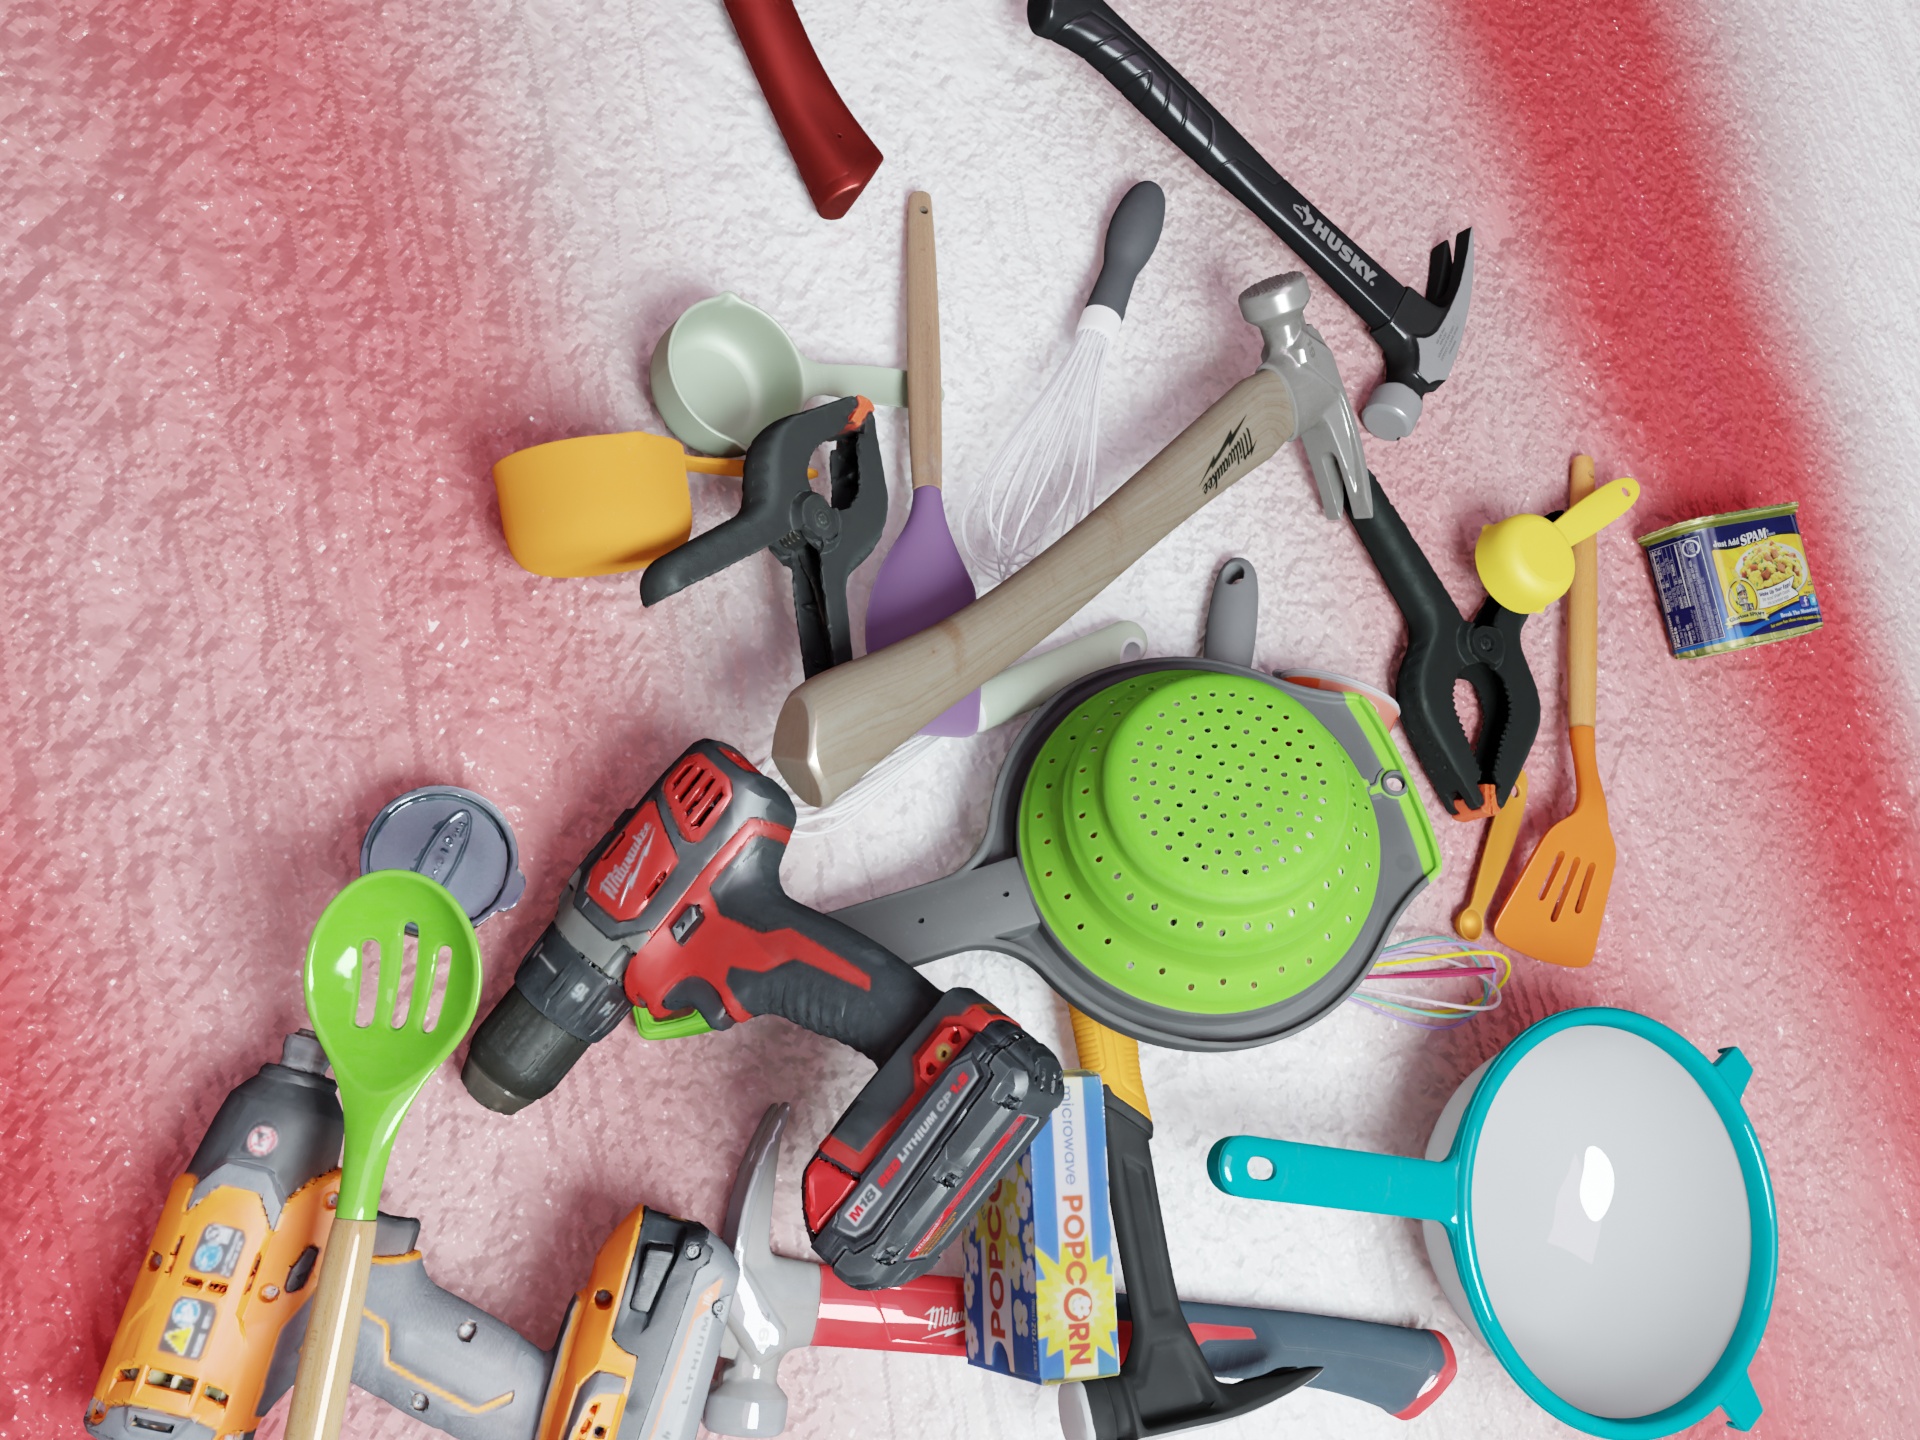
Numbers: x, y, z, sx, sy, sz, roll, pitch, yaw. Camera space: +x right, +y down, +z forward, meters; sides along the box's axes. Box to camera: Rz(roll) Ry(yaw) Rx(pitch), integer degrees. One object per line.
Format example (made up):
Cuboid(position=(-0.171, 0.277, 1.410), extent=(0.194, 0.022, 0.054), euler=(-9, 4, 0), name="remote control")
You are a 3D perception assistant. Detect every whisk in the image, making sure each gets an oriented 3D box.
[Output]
Cuboid(position=(0.066, -0.189, 0.871), extent=(0.070, 0.070, 0.285), euler=(27, 65, -14), name="whisk")
Cuboid(position=(0.202, 0.132, 0.834), extent=(0.244, 0.047, 0.051), euler=(8, 67, -32), name="whisk")
Cuboid(position=(0.135, 0.018, 0.856), extent=(0.055, 0.055, 0.239), euler=(18, 68, -17), name="whisk")
Cuboid(position=(-0.001, -0.003, 0.808), extent=(0.246, 0.059, 0.057), euler=(-24, 127, -28), name="whisk")

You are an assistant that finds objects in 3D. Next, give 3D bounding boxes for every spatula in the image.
Cuboid(position=(0.369, -0.015, 0.963), extent=(0.081, 0.041, 0.323), euler=(19, 67, -25), name="spatula")
Cuboid(position=(-0.020, -0.141, 0.821), extent=(0.059, 0.018, 0.316), euler=(6, 68, -17), name="spatula")

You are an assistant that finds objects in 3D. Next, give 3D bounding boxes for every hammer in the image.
Cuboid(position=(0.073, 0.281, 0.775), extent=(0.386, 0.038, 0.143), euler=(12, 73, -18), name="hammer")
Cuboid(position=(0.071, -0.077, 0.796), extent=(0.411, 0.038, 0.146), euler=(-39, 116, -31), name="hammer")
Cuboid(position=(-0.140, -0.436, 0.852), extent=(0.149, 0.036, 0.359), euler=(-22, 86, -24), name="hammer")
Cuboid(position=(0.172, -0.321, 0.931), extent=(0.334, 0.035, 0.146), euler=(37, 67, -17), name="hammer")
Cuboid(position=(0.081, 0.166, 0.780), extent=(0.127, 0.034, 0.337), euler=(-2, 70, -25), name="hammer")

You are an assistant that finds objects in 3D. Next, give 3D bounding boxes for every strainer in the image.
Cuboid(position=(0.261, 0.248, 0.822), extent=(0.340, 0.095, 0.211), euler=(12, 73, -19), name="strainer")

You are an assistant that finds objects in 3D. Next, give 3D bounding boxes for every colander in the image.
Cuboid(position=(0.039, 0.067, 0.731), extent=(0.397, 0.094, 0.205), euler=(-16, 68, -9), name="colander")

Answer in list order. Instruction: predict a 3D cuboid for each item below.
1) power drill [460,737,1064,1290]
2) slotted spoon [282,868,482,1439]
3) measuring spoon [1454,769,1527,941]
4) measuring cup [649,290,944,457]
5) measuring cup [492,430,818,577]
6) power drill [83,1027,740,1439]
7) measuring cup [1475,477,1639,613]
Cuboid(position=(-0.091, 0.138, 0.671), extent=(0.227, 0.080, 0.188), euler=(38, 86, 22), name="power drill")
Cuboid(position=(-0.234, 0.213, 0.595), extent=(0.070, 0.031, 0.314), euler=(6, 75, 1), name="slotted spoon")
Cuboid(position=(0.310, 0.077, 0.929), extent=(0.021, 0.011, 0.117), euler=(38, 64, -22), name="measuring spoon")
Cuboid(position=(-0.083, -0.170, 0.821), extent=(0.167, 0.038, 0.083), euler=(-3, 81, -38), name="measuring cup")
Cuboid(position=(-0.137, -0.100, 0.764), extent=(0.173, 0.095, 0.052), euler=(-5, 85, -41), name="measuring cup")
Cuboid(position=(-0.210, 0.228, 0.647), extent=(0.226, 0.084, 0.164), euler=(17, 73, -8), name="power drill")
Cuboid(position=(0.369, -0.116, 0.950), extent=(0.156, 0.029, 0.062), euler=(-31, 87, -28), name="measuring cup")
